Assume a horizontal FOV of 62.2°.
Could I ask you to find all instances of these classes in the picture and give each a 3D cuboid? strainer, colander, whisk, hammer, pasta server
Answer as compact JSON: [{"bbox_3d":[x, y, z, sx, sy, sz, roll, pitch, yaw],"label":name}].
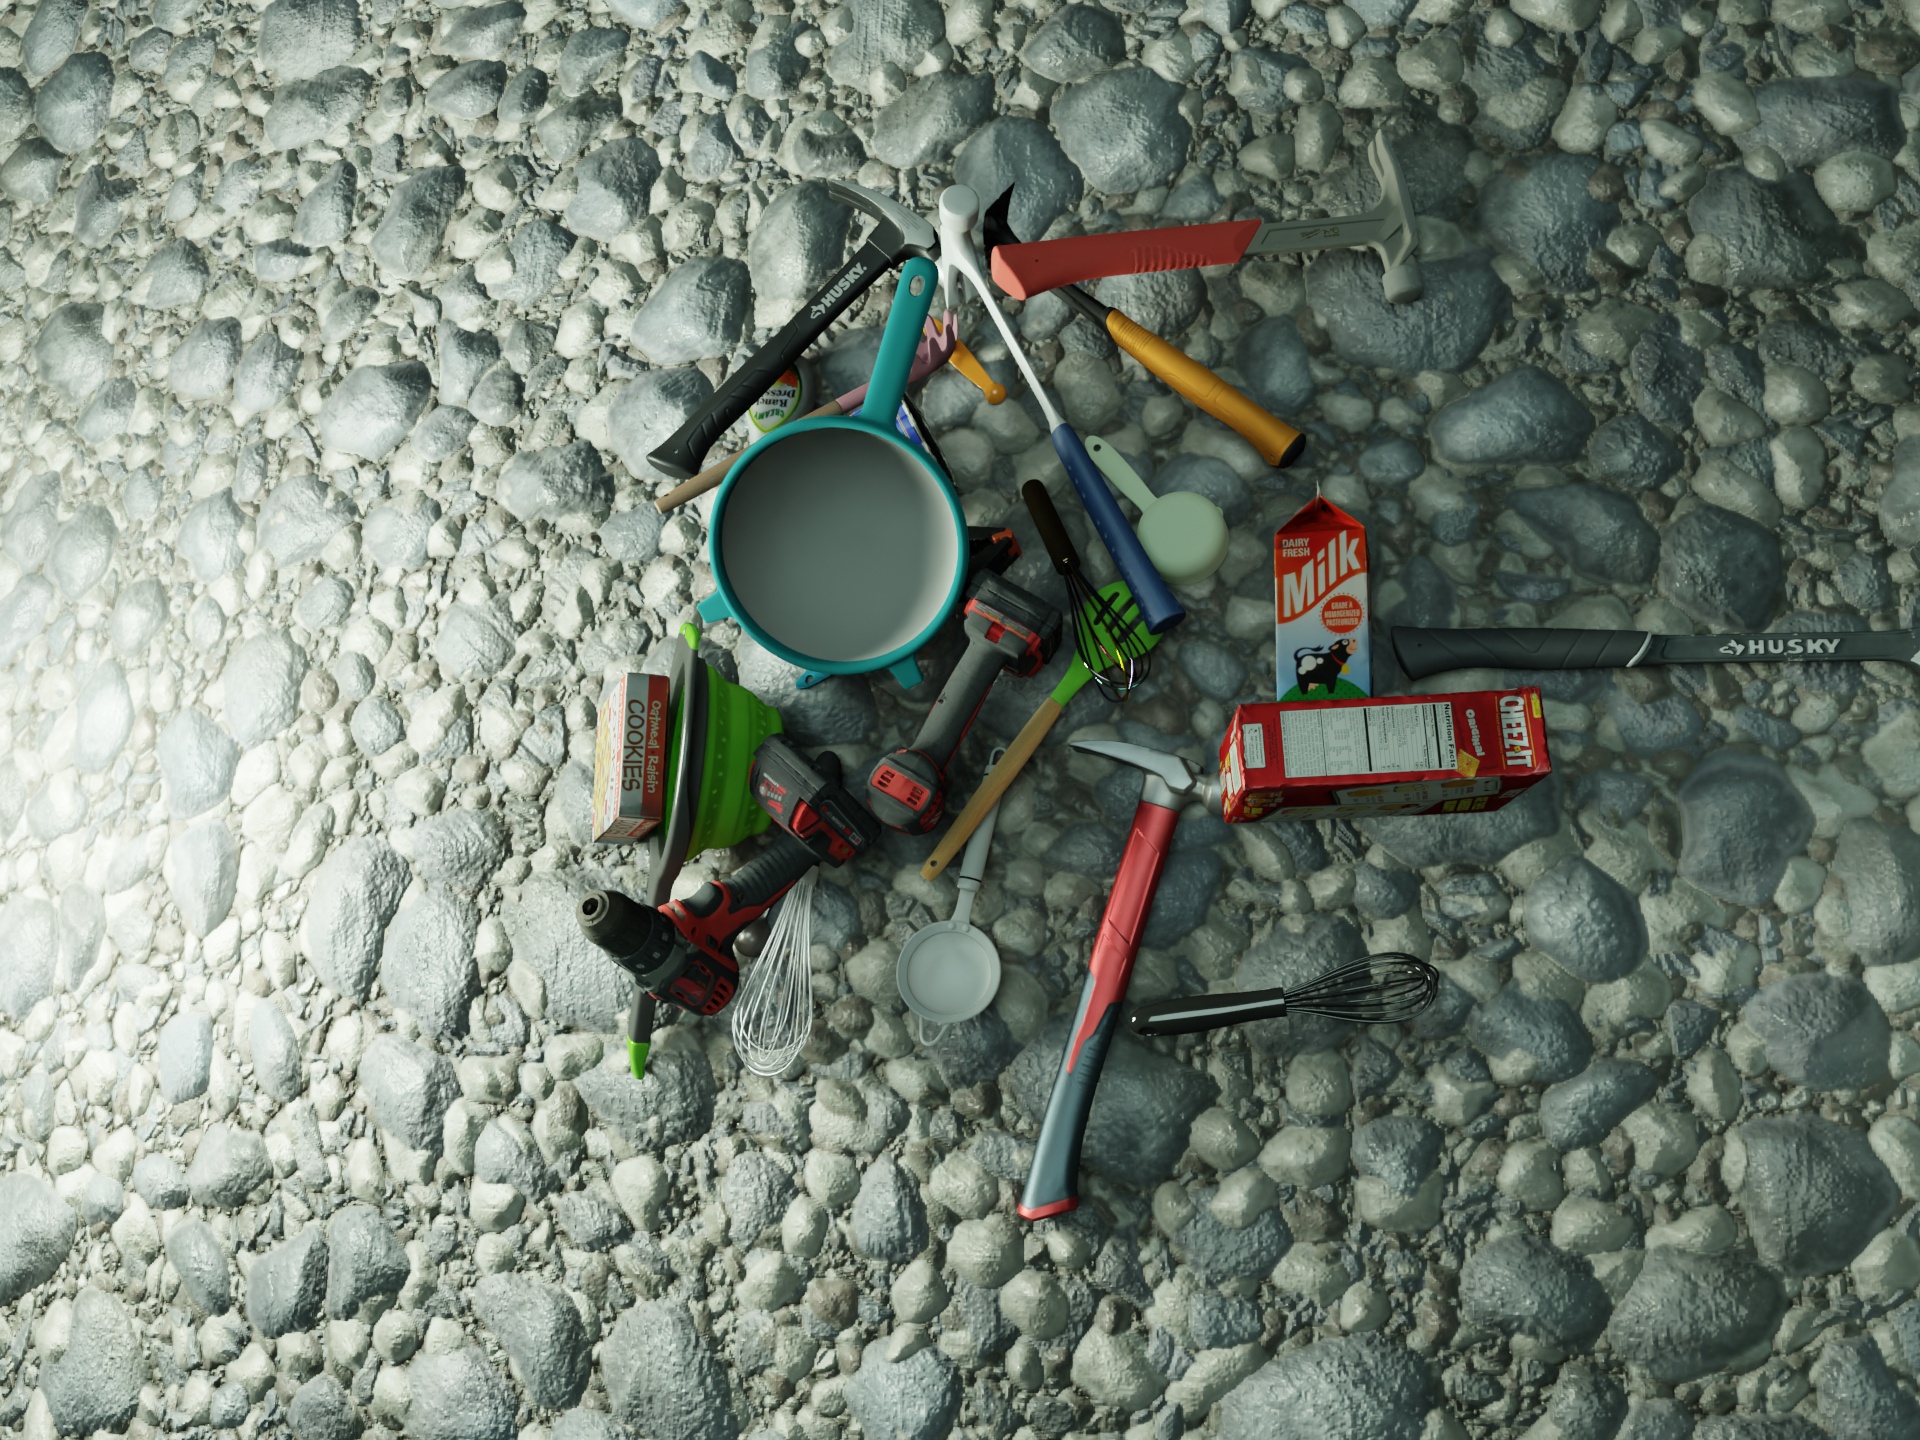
[{"bbox_3d":[-0.075,-0.208,1.292,0.211,0.095,0.340,18,107,-1],"label":"strainer"},{"bbox_3d":[-0.218,0.119,1.370,0.094,0.205,0.397,7,97,-16],"label":"colander"},{"bbox_3d":[0.248,0.217,1.224,0.239,0.055,0.055,-10,76,9],"label":"whisk"},{"bbox_3d":[0.080,-0.252,1.344,0.035,0.144,0.406,-25,76,-7],"label":"hammer"},{"bbox_3d":[-0.134,-0.271,1.411,0.316,0.040,0.060,-31,31,-8],"label":"pasta server"},{"bbox_3d":[0.540,-0.060,1.213,0.409,0.036,0.149,1,78,17],"label":"hammer"},{"bbox_3d":[0.202,-0.402,1.317,0.359,0.036,0.149,-8,78,-8],"label":"hammer"},{"bbox_3d":[0.103,0.208,1.285,0.143,0.038,0.386,16,83,20],"label":"hammer"},{"bbox_3d":[-0.158,-0.345,1.435,0.146,0.035,0.335,42,81,6],"label":"hammer"},{"bbox_3d":[0.099,-0.115,1.323,0.051,0.047,0.245,-31,54,14],"label":"whisk"},{"bbox_3d":[0.007,0.145,1.327,0.087,0.050,0.258,11,76,12],"label":"strainer"},{"bbox_3d":[0.153,-0.326,1.351,0.337,0.127,0.034,39,78,14],"label":"hammer"},{"bbox_3d":[-0.140,0.163,1.362,0.070,0.070,0.285,7,75,18],"label":"whisk"}]

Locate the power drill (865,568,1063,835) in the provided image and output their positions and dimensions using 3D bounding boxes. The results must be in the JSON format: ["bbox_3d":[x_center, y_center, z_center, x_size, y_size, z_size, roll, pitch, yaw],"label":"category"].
[{"bbox_3d":[-0.002,-0.004,1.314,0.078,0.143,0.220,30,82,8],"label":"power drill"}]

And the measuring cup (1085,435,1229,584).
[{"bbox_3d":[0.158,-0.188,1.351,0.083,0.038,0.168,-41,72,5],"label":"measuring cup"}]

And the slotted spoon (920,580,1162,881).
[{"bbox_3d":[0.066,0.007,1.327,0.070,0.031,0.314,36,85,19],"label":"slotted spoon"}]

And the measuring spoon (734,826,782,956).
[{"bbox_3d":[-0.170,0.146,1.390,0.034,0.018,0.124,16,83,19],"label":"measuring spoon"}]

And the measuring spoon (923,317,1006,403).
[{"bbox_3d":[0.001,-0.329,1.443,0.021,0.011,0.117,-42,70,4],"label":"measuring spoon"}]

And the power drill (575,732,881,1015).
[{"bbox_3d":[-0.187,0.121,1.263,0.227,0.187,0.080,-48,55,-7],"label":"power drill"}]

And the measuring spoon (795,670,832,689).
[{"bbox_3d":[-0.090,-0.056,1.413,0.128,0.021,0.042,-28,52,19],"label":"measuring spoon"}]
